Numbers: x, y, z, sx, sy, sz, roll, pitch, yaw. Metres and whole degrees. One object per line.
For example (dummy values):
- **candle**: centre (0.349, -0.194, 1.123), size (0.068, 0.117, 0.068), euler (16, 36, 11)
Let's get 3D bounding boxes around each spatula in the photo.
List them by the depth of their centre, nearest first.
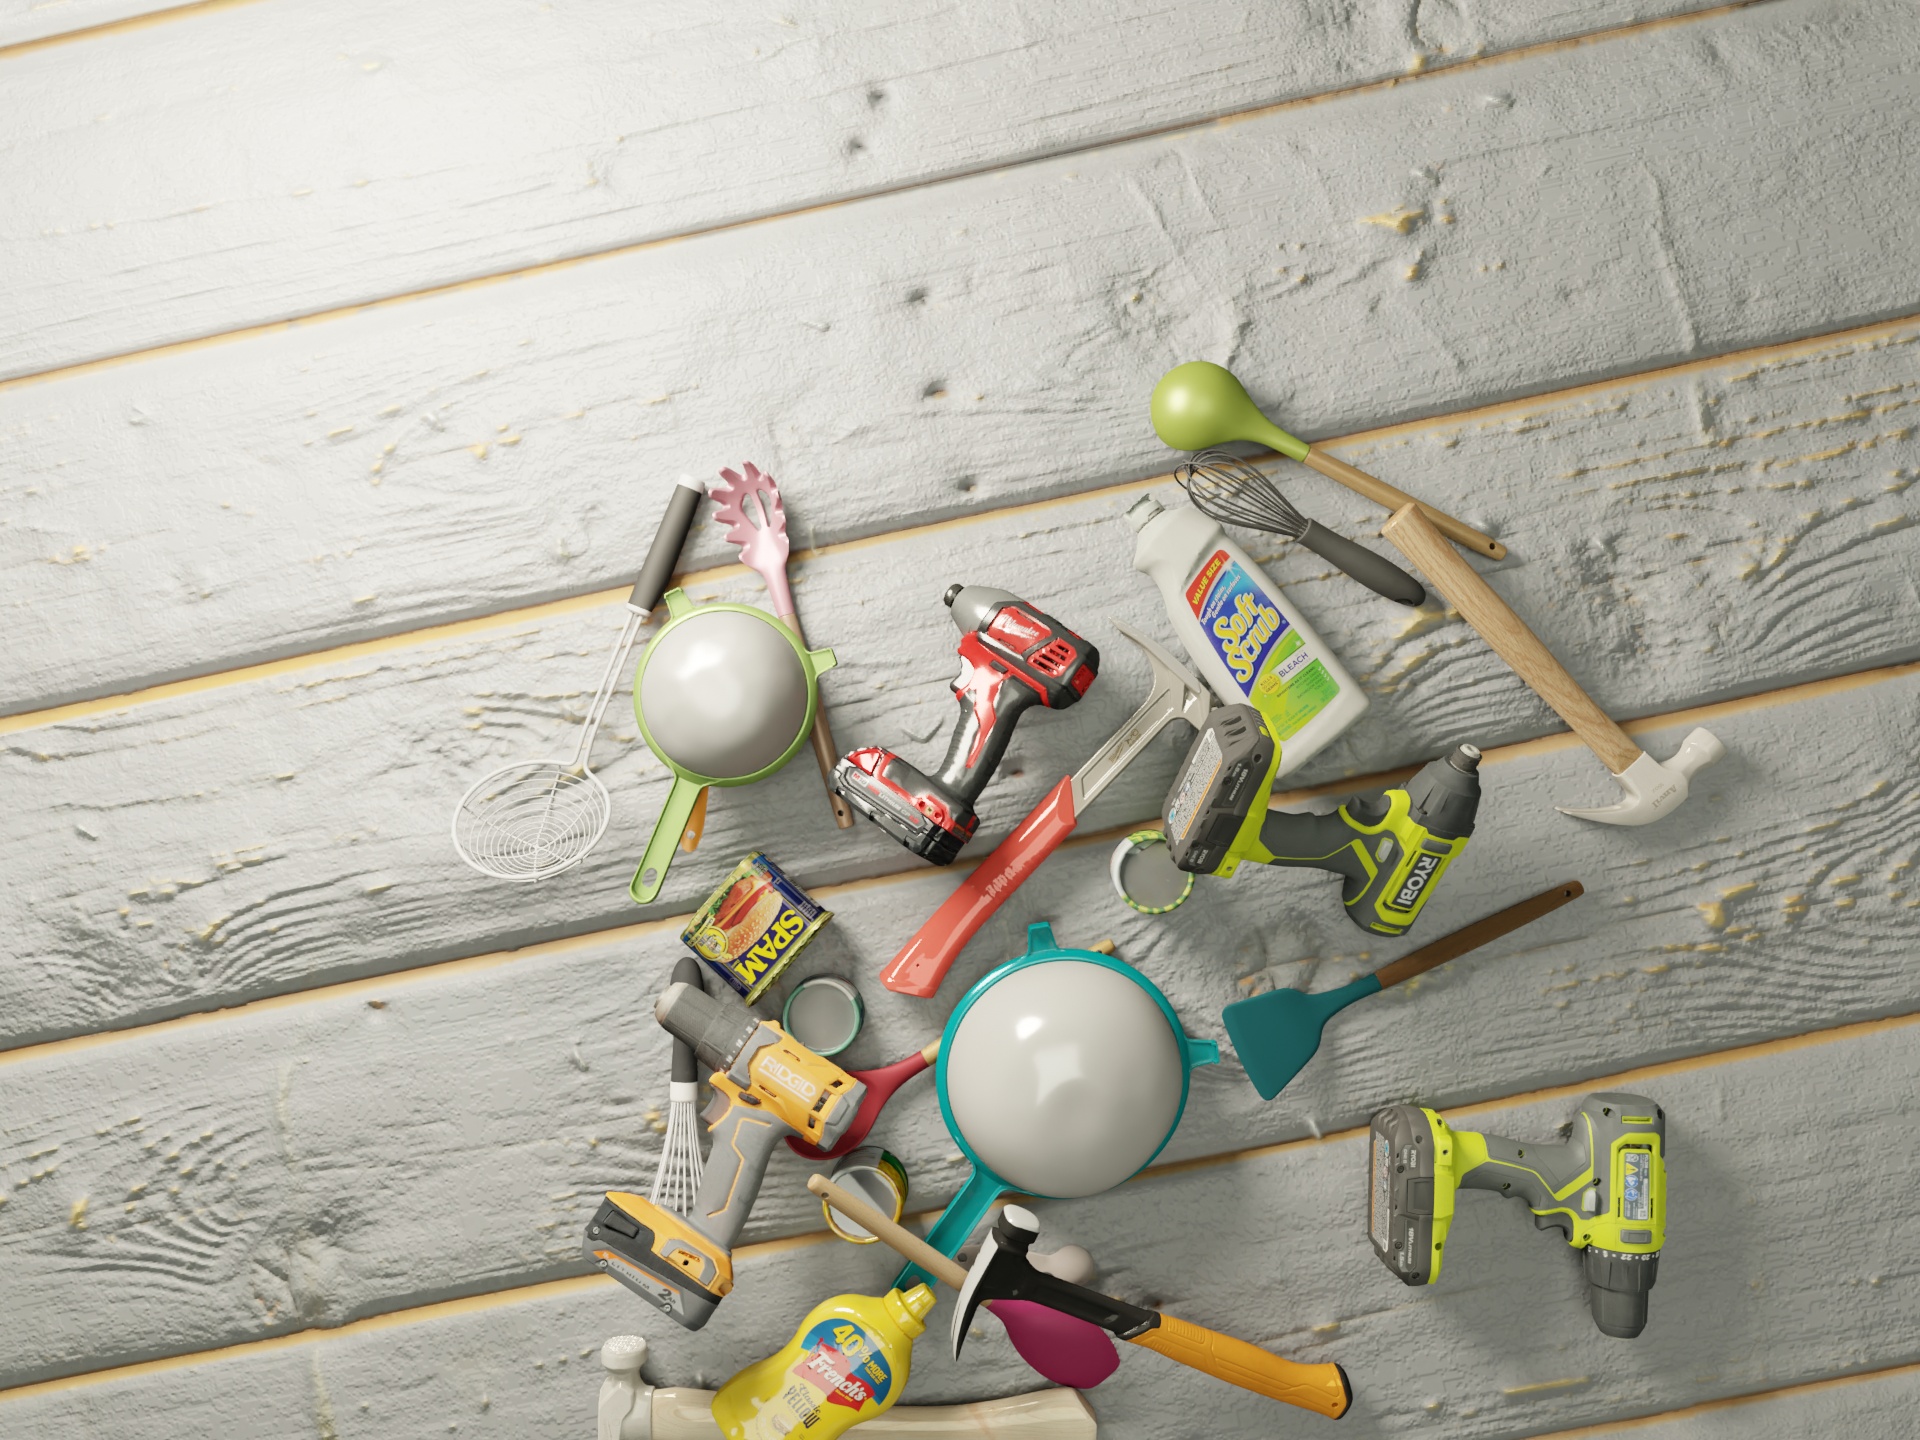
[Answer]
- **spatula**: centre (0.368, 0.205, 1.301), size (0.317, 0.044, 0.082), euler (-26, 85, 0)

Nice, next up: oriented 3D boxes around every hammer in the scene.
- **hammer**: centre (0.160, 0.499, 1.273), size (0.336, 0.034, 0.127), euler (23, 100, -10)
- **hammer**: centre (0.465, -0.046, 1.296), size (0.130, 0.031, 0.331), euler (-44, 92, 2)
- **hammer**: centre (0.060, 0.086, 1.311), size (0.359, 0.036, 0.149), euler (-46, 72, 4)
- **hammer**: centre (-0.094, 0.592, 1.315), size (0.410, 0.038, 0.146), euler (1, 90, 2)

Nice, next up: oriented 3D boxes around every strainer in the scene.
- **strainer**: centre (-0.212, 0.027, 1.261), size (0.151, 0.069, 0.256), euler (22, 88, 2)
- **strainer**: centre (0.050, 0.347, 1.272), size (0.211, 0.095, 0.340), euler (36, 91, -6)

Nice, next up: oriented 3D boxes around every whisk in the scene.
- **whisk**: centre (0.279, -0.153, 1.299), size (0.239, 0.055, 0.055), euler (28, 90, -10)
- **whisk**: centre (-0.229, 0.340, 1.319), size (0.070, 0.070, 0.285), euler (1, 84, 2)

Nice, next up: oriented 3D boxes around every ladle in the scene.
- **ladle**: centre (0.306, -0.206, 1.318), size (0.320, 0.062, 0.078), euler (26, 83, -4)
- **ladle**: centre (-0.008, 0.267, 1.323), size (0.315, 0.031, 0.069), euler (-31, 90, 0)

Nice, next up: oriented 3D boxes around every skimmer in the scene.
- **skimmer**: centre (-0.301, -0.040, 1.307), size (0.127, 0.090, 0.363), euler (22, 89, 19)

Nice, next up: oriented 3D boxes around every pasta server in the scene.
- **pasta server**: centre (-0.140, -0.061, 1.329), size (0.060, 0.040, 0.316), euler (-16, 89, 14)

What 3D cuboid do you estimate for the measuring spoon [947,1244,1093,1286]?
- **measuring spoon**: centre (0.049, 0.452, 1.321), size (0.124, 0.018, 0.034), euler (4, 89, 3)

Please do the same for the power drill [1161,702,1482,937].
- **power drill**: centre (0.286, 0.071, 1.243), size (0.223, 0.080, 0.171), euler (15, 119, -14)

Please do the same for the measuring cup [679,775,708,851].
- **measuring cup**: centre (-0.210, 0.022, 1.324), size (0.095, 0.052, 0.173), euler (8, 91, 2)

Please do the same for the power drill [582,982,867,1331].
- **power drill**: centre (-0.207, 0.335, 1.257), size (0.185, 0.084, 0.226), euler (33, 74, 3)

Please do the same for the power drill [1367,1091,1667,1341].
- **power drill**: centre (0.451, 0.397, 1.279), size (0.228, 0.080, 0.190), euler (2, 89, 0)

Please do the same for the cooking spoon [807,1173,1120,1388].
- **cooking spoon**: centre (0.003, 0.451, 1.274), size (0.318, 0.017, 0.068), euler (39, 106, -16)

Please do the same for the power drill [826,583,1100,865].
- **power drill**: centre (-0.002, -0.004, 1.294), size (0.143, 0.078, 0.219), euler (36, 88, 21)
